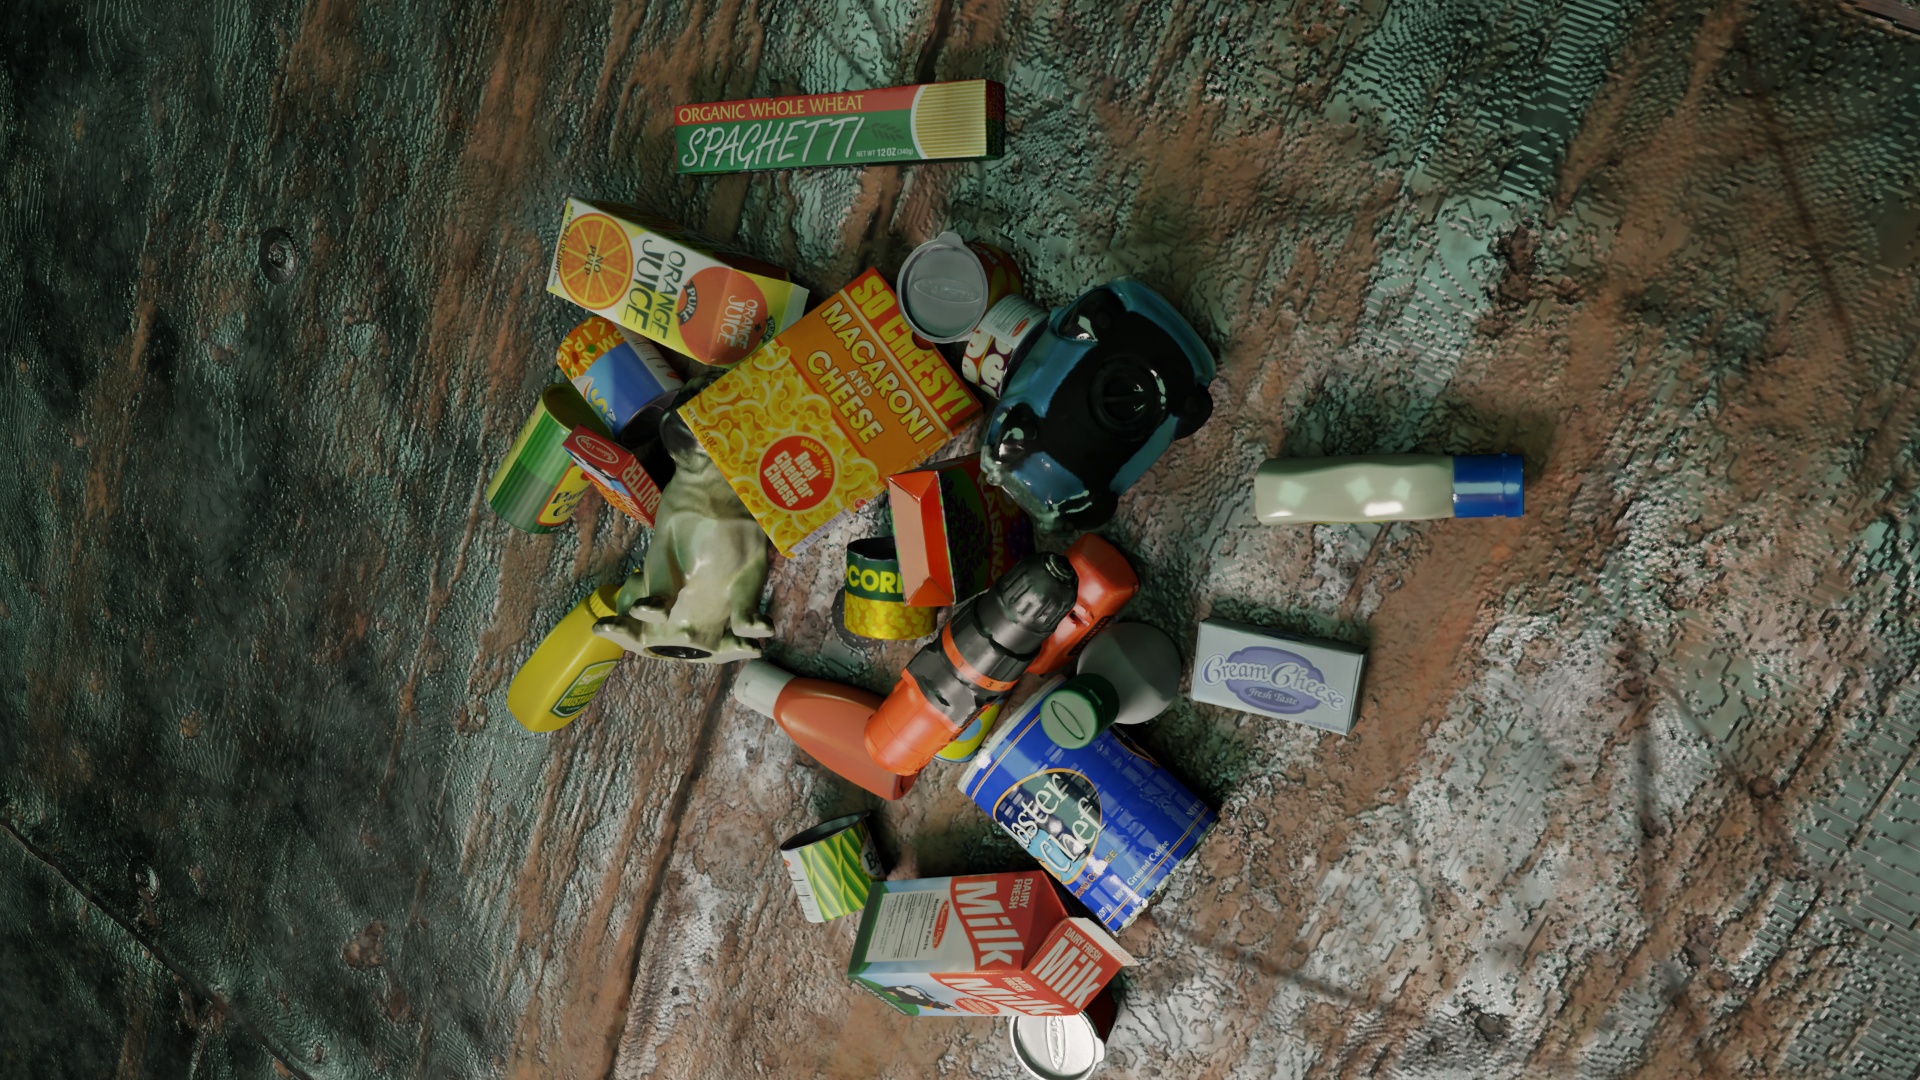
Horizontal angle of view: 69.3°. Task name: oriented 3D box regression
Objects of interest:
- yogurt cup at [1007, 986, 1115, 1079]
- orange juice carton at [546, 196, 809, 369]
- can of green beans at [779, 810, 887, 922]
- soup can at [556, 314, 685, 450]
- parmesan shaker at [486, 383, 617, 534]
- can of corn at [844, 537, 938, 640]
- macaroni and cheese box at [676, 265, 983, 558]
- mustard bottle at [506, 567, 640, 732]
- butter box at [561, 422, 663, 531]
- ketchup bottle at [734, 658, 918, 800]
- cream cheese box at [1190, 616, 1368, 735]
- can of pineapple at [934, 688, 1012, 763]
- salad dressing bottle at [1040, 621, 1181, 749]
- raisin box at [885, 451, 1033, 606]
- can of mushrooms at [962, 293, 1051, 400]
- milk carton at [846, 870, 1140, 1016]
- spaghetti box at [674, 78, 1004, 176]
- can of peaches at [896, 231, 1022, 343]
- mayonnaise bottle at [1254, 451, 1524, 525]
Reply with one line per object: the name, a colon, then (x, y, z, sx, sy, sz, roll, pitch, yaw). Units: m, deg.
yogurt cup: (0.074, 0.336, 0.966, 0.072, 0.054, 0.072, 5, 101, 25)
orange juice carton: (-0.195, -0.180, 0.997, 0.193, 0.073, 0.071, 26, 109, 19)
can of green beans: (-0.092, 0.241, 1.023, 0.071, 0.071, 0.058, -20, 91, 27)
soup can: (-0.253, -0.119, 1.038, 0.071, 0.071, 0.084, -45, 78, 25)
parmesan shaker: (-0.314, -0.063, 1.080, 0.071, 0.071, 0.102, 45, 117, 12)
can of corn: (-0.048, 0.033, 0.964, 0.071, 0.071, 0.058, 9, 104, 24)
macaroni and cheese box: (-0.086, -0.086, 0.938, 0.166, 0.040, 0.124, -37, 84, -1)
mustard bottle: (-0.296, 0.083, 1.097, 0.049, 0.065, 0.159, 46, 111, 17)
butter box: (-0.254, -0.045, 1.037, 0.053, 0.103, 0.024, 29, 73, 19)
ketchup bottle: (-0.097, 0.132, 1.020, 0.149, 0.044, 0.064, 24, 108, 21)
cream cheese box: (0.200, 0.084, 0.879, 0.104, 0.024, 0.053, 11, 103, 24)
can of pineapple: (-0.003, 0.111, 0.960, 0.071, 0.071, 0.057, 36, 112, 16)
salad dressing bottle: (0.093, 0.090, 0.862, 0.044, 0.148, 0.064, -44, 79, 25)
raisin box: (0.003, -0.011, 0.902, 0.040, 0.124, 0.086, -5, 97, 27)
can of mushrooms: (0.033, -0.123, 0.902, 0.033, 0.071, 0.070, 34, 112, 17)
milk carton: (0.023, 0.275, 0.942, 0.190, 0.074, 0.072, -14, 135, 35)
spaghetti box: (-0.089, -0.281, 0.954, 0.250, 0.029, 0.050, 4, 100, 25)
can of peaches: (0.001, -0.166, 0.913, 0.071, 0.058, 0.071, 5, 100, 26)
mayonnaise bottle: (0.251, -0.030, 0.816, 0.148, 0.065, 0.041, 0, 98, 22)
